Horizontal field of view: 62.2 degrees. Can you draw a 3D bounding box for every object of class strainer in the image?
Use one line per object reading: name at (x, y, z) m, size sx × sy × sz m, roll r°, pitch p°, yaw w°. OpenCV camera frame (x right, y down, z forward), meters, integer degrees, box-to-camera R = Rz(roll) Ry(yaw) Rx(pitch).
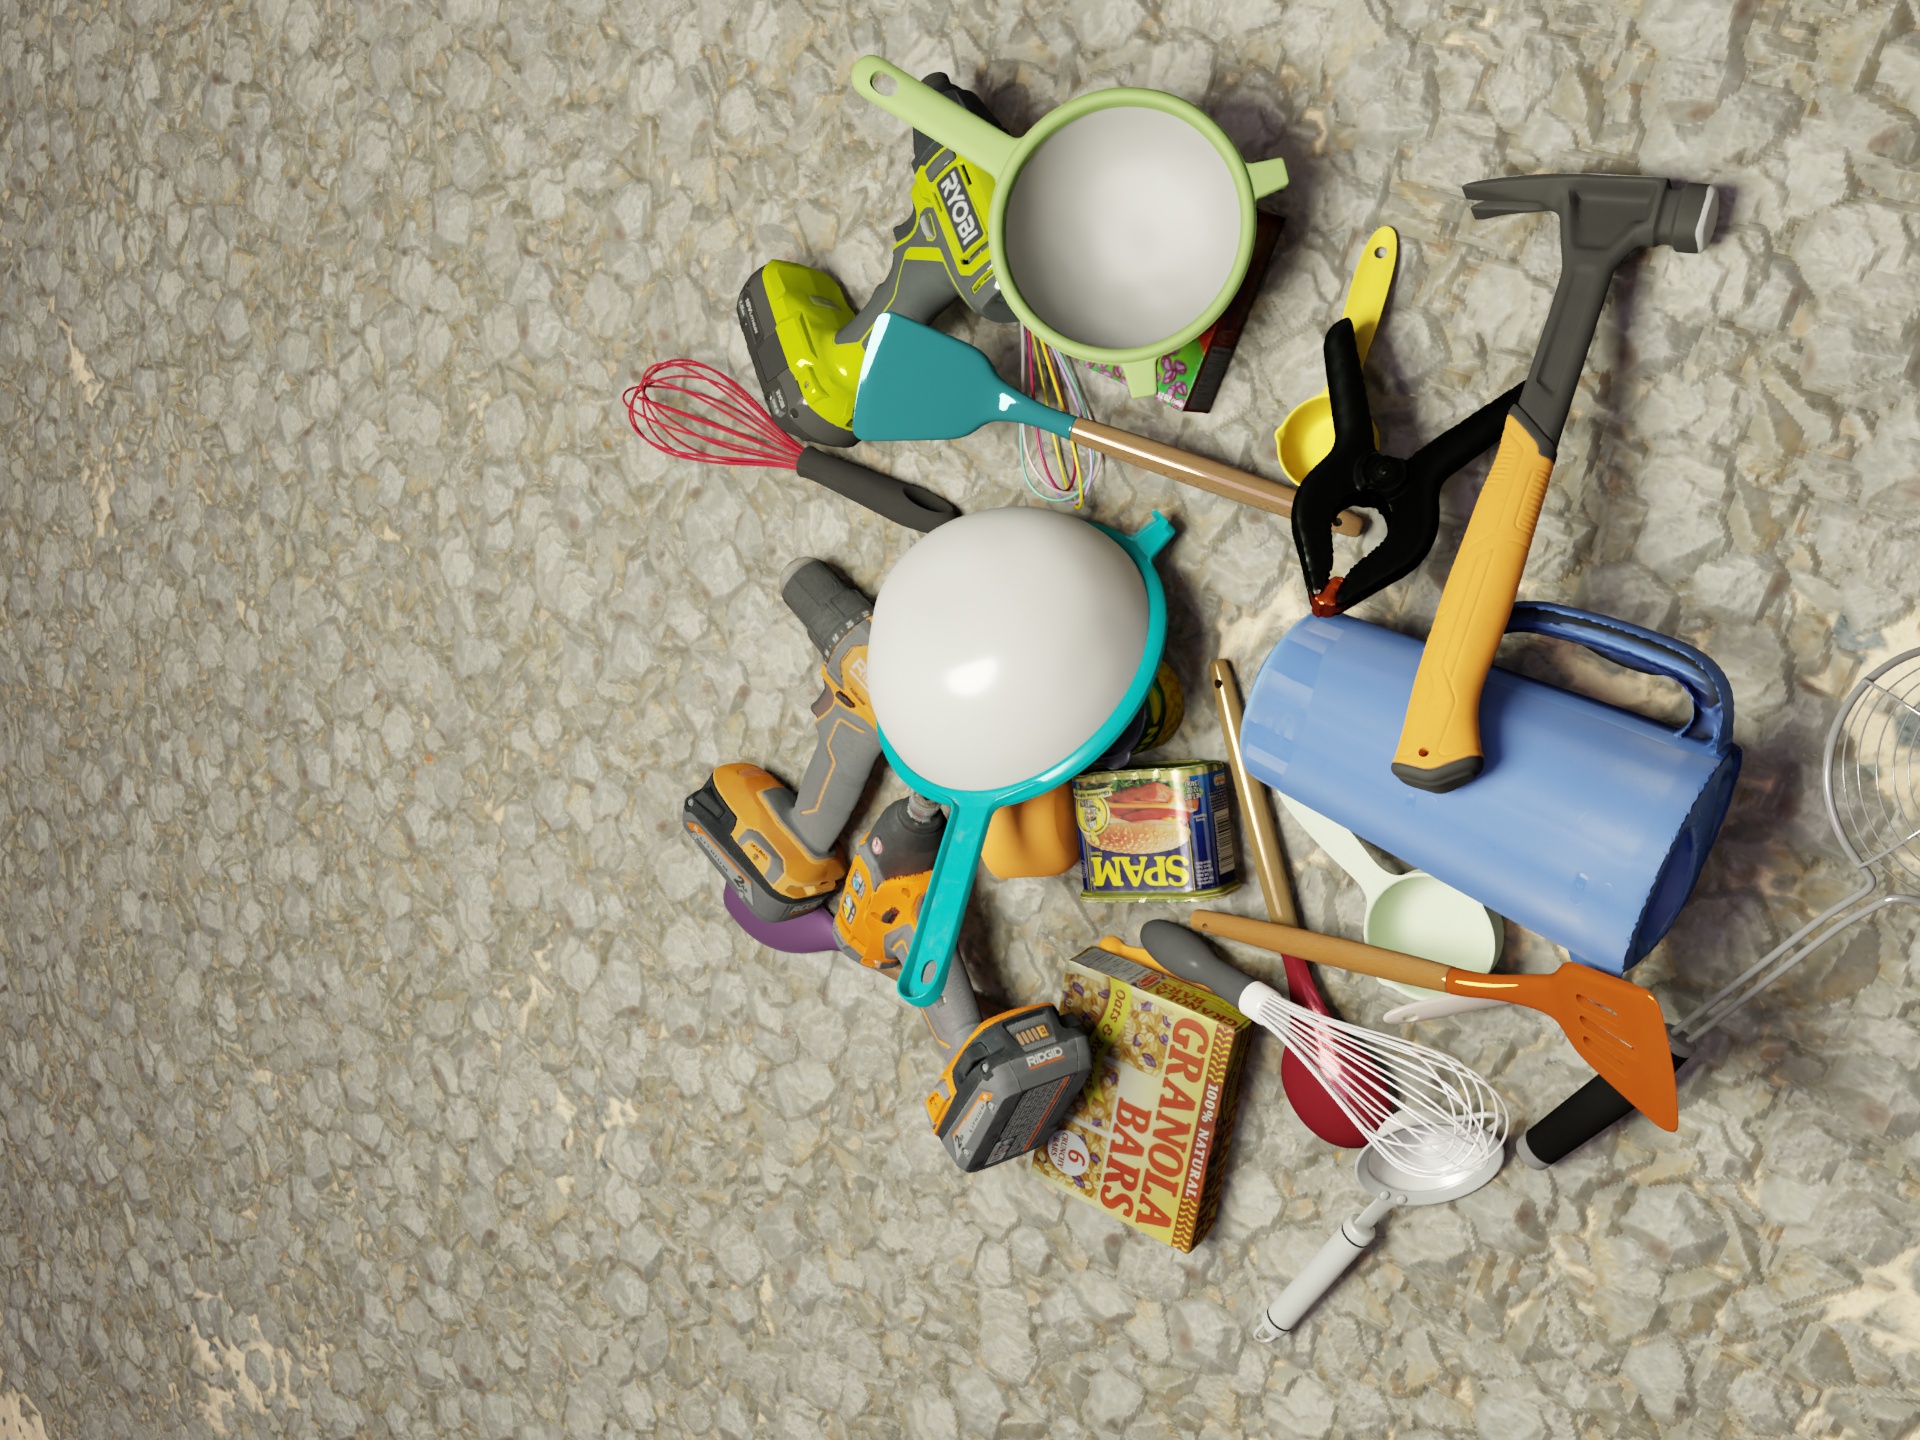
strainer at (-0.002, -0.003, 0.956) m, size 0.211 × 0.095 × 0.341 m, roll -3°, pitch 58°, yaw 34°
strainer at (0.246, 0.305, 0.973) m, size 0.086 × 0.050 × 0.258 m, roll 20°, pitch 121°, yaw -16°
strainer at (0.051, -0.309, 0.924) m, size 0.256 × 0.069 × 0.151 m, roll 33°, pitch 103°, yaw 6°

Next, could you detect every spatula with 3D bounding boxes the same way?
spatula at (0.090, -0.166, 0.966) m, size 0.317 × 0.044 × 0.082 m, roll 21°, pitch 114°, yaw 13°
spatula at (-0.059, 0.179, 1.174) m, size 0.316 × 0.018 × 0.059 m, roll 21°, pitch 104°, yaw 31°
spatula at (0.248, 0.144, 0.886) m, size 0.323 × 0.041 × 0.081 m, roll 8°, pitch 121°, yaw 49°

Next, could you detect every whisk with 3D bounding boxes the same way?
whisk at (-0.126, -0.194, 1.144) m, size 0.296 × 0.073 × 0.073 m, roll 26°, pitch 111°, yaw 23°
whisk at (0.046, -0.253, 1.031) m, size 0.051 × 0.047 × 0.245 m, roll -16°, pitch 83°, yaw 22°
whisk at (0.201, 0.181, 0.938) m, size 0.285 × 0.070 × 0.070 m, roll 30°, pitch 114°, yaw 51°

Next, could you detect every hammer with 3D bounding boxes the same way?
hammer at (0.279, -0.126, 0.820) m, size 0.127 × 0.034 × 0.337 m, roll 15°, pitch 82°, yaw 32°

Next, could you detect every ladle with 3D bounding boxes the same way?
ladle at (0.200, 0.114, 0.987) m, size 0.069 × 0.031 × 0.315 m, roll -17°, pitch 85°, yaw 38°

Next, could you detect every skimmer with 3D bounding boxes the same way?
skimmer at (0.417, 0.115, 0.833) m, size 0.127 × 0.090 × 0.363 m, roll 31°, pitch 127°, yaw -2°

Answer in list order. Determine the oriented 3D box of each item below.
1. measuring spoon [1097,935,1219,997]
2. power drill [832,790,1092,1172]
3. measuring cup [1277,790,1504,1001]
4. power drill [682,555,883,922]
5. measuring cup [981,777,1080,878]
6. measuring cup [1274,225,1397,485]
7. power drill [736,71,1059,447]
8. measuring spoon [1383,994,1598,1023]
measuring spoon at (0.140, 0.164, 1.041) m, size 0.117 × 0.011 × 0.021 m, roll 13°, pitch 104°, yaw 32°
power drill at (-0.006, 0.162, 1.052) m, size 0.227 × 0.084 × 0.164 m, roll 57°, pitch 144°, yaw 32°
measuring cup at (0.250, 0.091, 0.943) m, size 0.168 × 0.038 × 0.083 m, roll 50°, pitch 120°, yaw 20°
power drill at (-0.109, 0.011, 1.149) m, size 0.185 × 0.084 × 0.226 m, roll 48°, pitch 115°, yaw 19°
measuring cup at (0.054, 0.019, 1.049) m, size 0.052 × 0.095 × 0.174 m, roll -1°, pitch 77°, yaw 27°
measuring cup at (0.230, -0.207, 0.927) m, size 0.062 × 0.029 × 0.156 m, roll 17°, pitch 94°, yaw 27°
power drill at (-0.045, -0.297, 1.044) m, size 0.223 × 0.080 × 0.171 m, roll -33°, pitch 68°, yaw 38°
measuring spoon at (0.302, 0.162, 0.896) m, size 0.124 × 0.034 × 0.018 m, roll -13°, pitch 49°, yaw 12°
